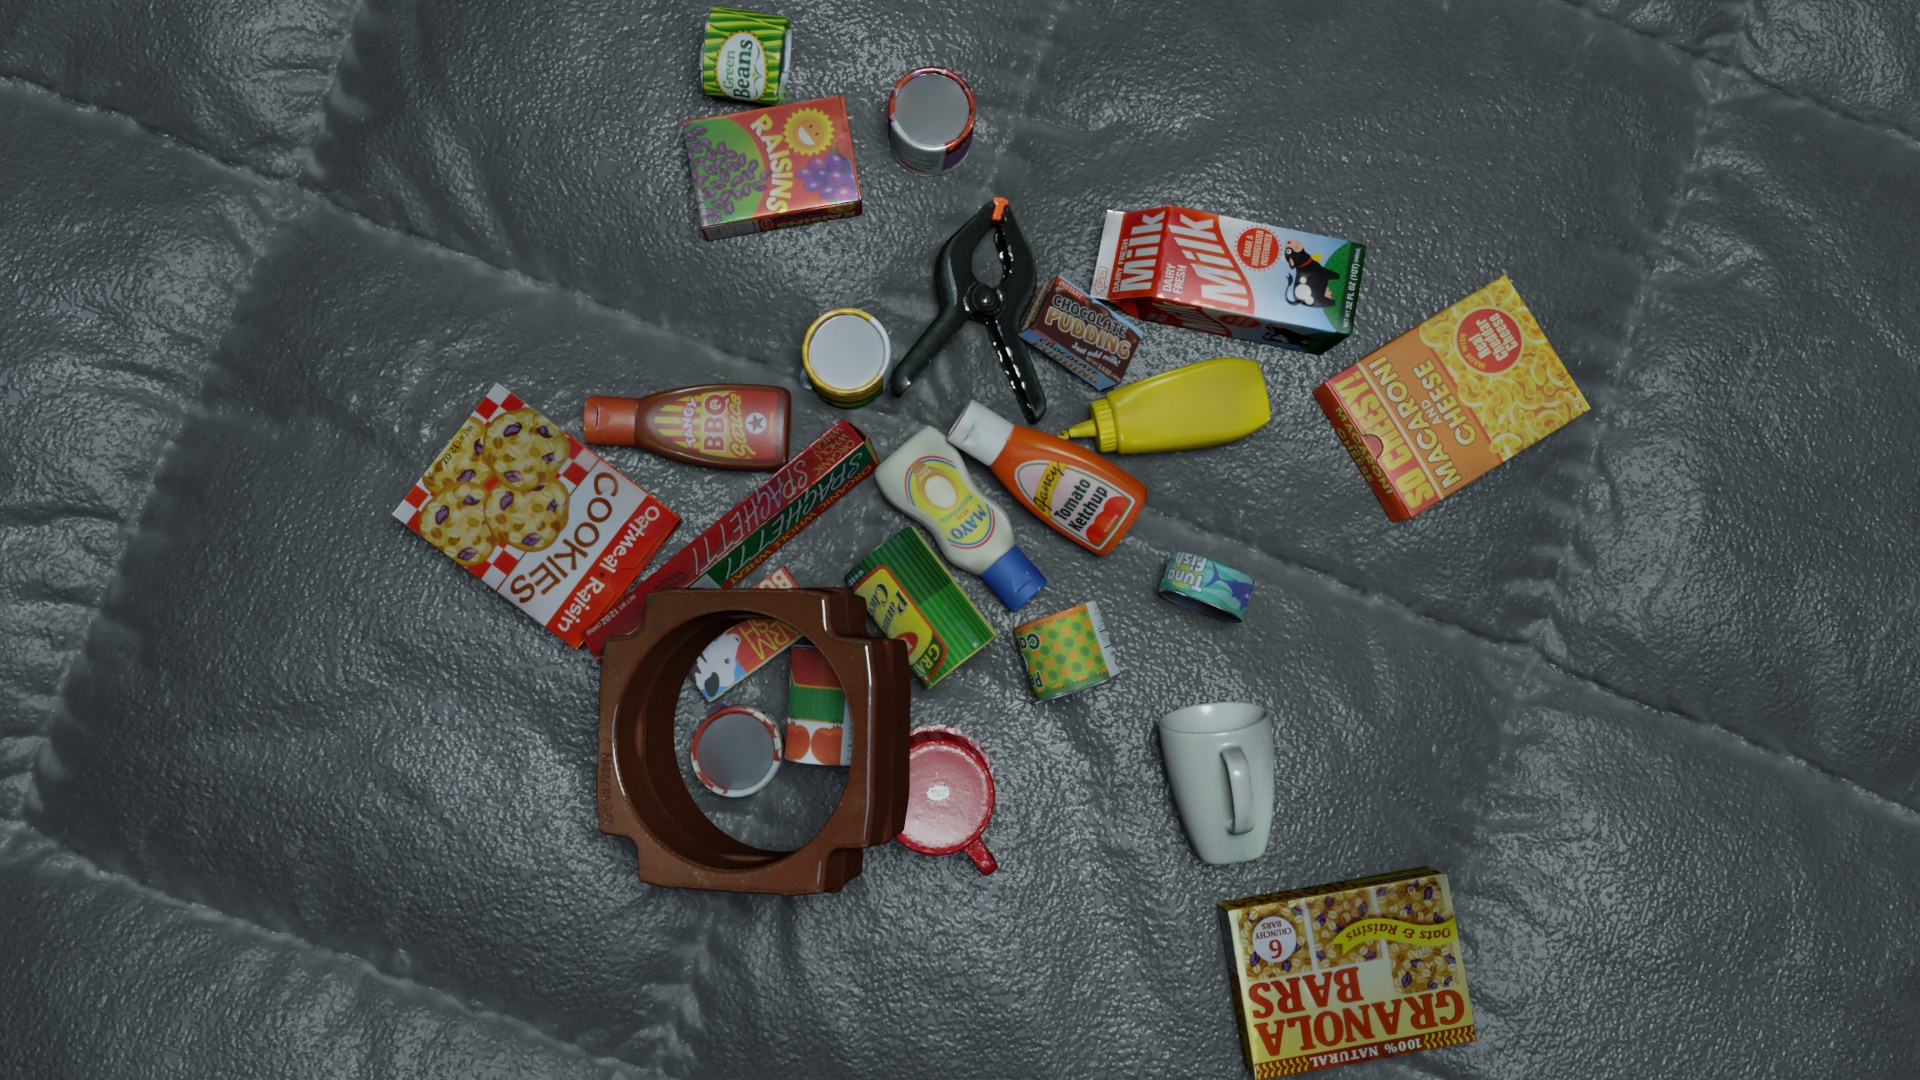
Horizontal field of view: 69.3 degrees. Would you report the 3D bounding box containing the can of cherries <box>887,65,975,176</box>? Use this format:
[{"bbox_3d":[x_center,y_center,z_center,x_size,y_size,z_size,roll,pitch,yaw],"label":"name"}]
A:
[{"bbox_3d":[-0.022,-0.320,1.055,0.071,0.058,0.071,0,86,-3],"label":"can of cherries"}]

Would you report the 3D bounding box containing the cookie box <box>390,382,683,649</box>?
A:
[{"bbox_3d":[-0.308,-0.017,1.021,0.167,0.040,0.123,37,84,0],"label":"cookie box"}]

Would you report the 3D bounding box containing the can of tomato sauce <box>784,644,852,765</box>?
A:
[{"bbox_3d":[-0.094,0.118,1.009,0.071,0.071,0.083,4,85,-3],"label":"can of tomato sauce"}]

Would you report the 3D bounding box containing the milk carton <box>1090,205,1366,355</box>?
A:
[{"bbox_3d":[0.197,-0.198,1.048,0.191,0.073,0.072,12,85,-2],"label":"milk carton"}]

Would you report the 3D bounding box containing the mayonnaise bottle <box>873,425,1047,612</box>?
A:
[{"bbox_3d":[0.004,-0.013,1.037,0.065,0.041,0.148,-41,88,-7],"label":"mayonnaise bottle"}]

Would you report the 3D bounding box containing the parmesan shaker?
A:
[{"bbox_3d":[-0.031,0.050,1.018,0.071,0.071,0.103,-38,85,-5],"label":"parmesan shaker"}]

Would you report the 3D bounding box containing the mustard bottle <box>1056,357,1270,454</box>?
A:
[{"bbox_3d":[0.149,-0.096,1.048,0.160,0.049,0.065,-11,88,-3],"label":"mustard bottle"}]

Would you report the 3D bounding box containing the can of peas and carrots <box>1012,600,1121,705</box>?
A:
[{"bbox_3d":[0.075,0.082,1.019,0.071,0.071,0.059,-18,86,-4],"label":"can of peas and carrots"}]

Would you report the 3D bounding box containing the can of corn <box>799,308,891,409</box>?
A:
[{"bbox_3d":[-0.087,-0.134,1.034,0.071,0.058,0.071,0,85,-3],"label":"can of corn"}]

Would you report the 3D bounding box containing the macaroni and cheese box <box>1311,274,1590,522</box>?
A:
[{"bbox_3d":[0.375,-0.109,1.065,0.167,0.040,0.124,-31,86,-5],"label":"macaroni and cheese box"}]

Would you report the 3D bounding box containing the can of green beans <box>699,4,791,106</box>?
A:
[{"bbox_3d":[-0.161,-0.365,1.047,0.058,0.071,0.071,8,85,-2],"label":"can of green beans"}]

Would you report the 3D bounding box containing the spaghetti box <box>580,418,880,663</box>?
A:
[{"bbox_3d":[-0.165,0.004,1.018,0.250,0.050,0.029,-40,69,-7],"label":"spaghetti box"}]

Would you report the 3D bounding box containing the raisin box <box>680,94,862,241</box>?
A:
[{"bbox_3d":[-0.142,-0.283,1.055,0.123,0.040,0.086,-11,85,-5],"label":"raisin box"}]

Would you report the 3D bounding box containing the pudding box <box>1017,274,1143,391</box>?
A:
[{"bbox_3d":[0.091,-0.156,1.045,0.083,0.030,0.050,31,74,-19],"label":"pudding box"}]

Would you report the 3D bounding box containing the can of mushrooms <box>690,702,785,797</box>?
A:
[{"bbox_3d":[-0.164,0.152,1.017,0.071,0.033,0.071,0,86,-3],"label":"can of mushrooms"}]

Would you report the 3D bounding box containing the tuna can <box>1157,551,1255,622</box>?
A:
[{"bbox_3d":[0.180,0.034,1.028,0.071,0.071,0.033,21,83,-1],"label":"tuna can"}]

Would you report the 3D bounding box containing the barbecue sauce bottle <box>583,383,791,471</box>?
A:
[{"bbox_3d":[-0.202,-0.086,1.032,0.149,0.043,0.065,3,86,-2],"label":"barbecue sauce bottle"}]

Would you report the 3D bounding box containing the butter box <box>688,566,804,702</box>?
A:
[{"bbox_3d":[-0.158,0.069,1.030,0.103,0.024,0.053,-36,88,-5],"label":"butter box"}]

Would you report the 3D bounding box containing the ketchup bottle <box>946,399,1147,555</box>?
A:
[{"bbox_3d":[0.061,-0.051,1.029,0.149,0.044,0.064,31,114,-7],"label":"ketchup bottle"}]

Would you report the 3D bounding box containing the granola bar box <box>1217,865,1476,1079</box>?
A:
[{"bbox_3d":[0.283,0.317,1.023,0.166,0.039,0.124,-9,85,-4],"label":"granola bar box"}]
